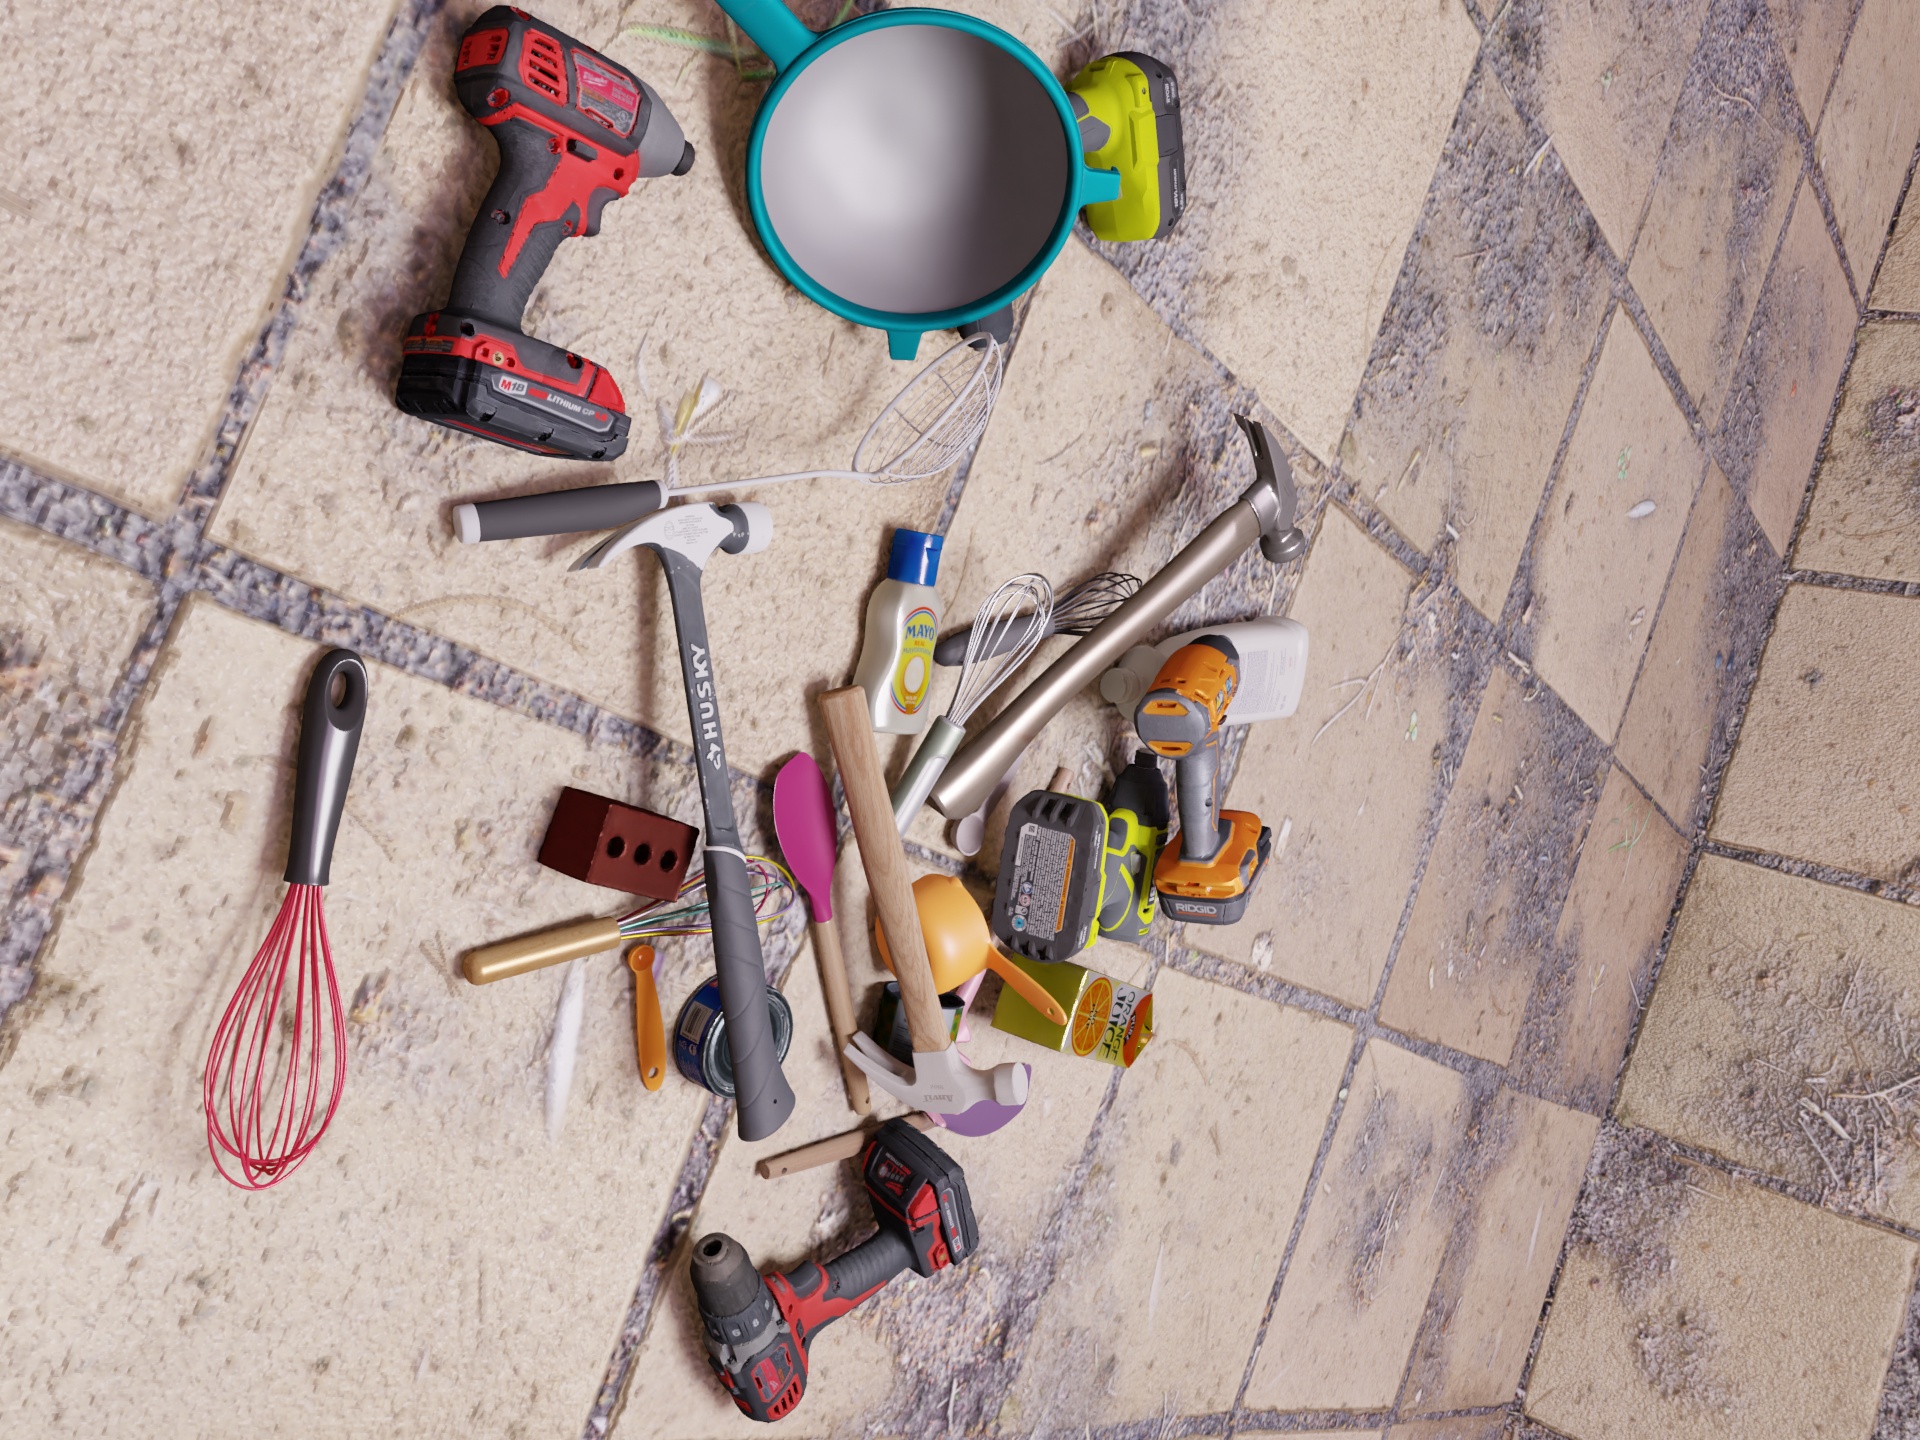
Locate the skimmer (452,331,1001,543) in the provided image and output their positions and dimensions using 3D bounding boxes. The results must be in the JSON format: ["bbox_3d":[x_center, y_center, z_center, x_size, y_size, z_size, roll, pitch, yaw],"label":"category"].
[{"bbox_3d":[-0.136,-0.177,0.984,0.363,0.127,0.090,-14,97,-28],"label":"skimmer"}]

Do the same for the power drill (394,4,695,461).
[{"bbox_3d":[-0.224,-0.262,0.884,0.143,0.079,0.219,12,90,-49],"label":"power drill"}]

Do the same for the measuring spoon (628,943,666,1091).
[{"bbox_3d":[-0.215,0.203,1.086,0.021,0.011,0.116,-22,121,-40],"label":"measuring spoon"}]

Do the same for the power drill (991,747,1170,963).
[{"bbox_3d":[0.115,0.113,1.350,0.223,0.080,0.171,-6,107,-63],"label":"power drill"}]

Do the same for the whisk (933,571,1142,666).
[{"bbox_3d":[0.069,-0.078,1.287,0.239,0.055,0.055,-19,115,-40],"label":"whisk"}]

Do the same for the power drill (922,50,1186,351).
[{"bbox_3d":[0.064,-0.387,1.163,0.228,0.080,0.190,-29,121,-36],"label":"power drill"}]

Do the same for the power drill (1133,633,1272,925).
[{"bbox_3d":[0.212,0.042,1.364,0.164,0.084,0.226,-49,135,-52],"label":"power drill"}]

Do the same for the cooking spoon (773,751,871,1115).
[{"bbox_3d":[-0.099,0.169,1.194,0.069,0.017,0.318,-44,132,-50],"label":"cooking spoon"}]

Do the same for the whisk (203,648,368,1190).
[{"bbox_3d":[-0.358,0.107,0.864,0.073,0.073,0.296,11,87,-49],"label":"whisk"}]

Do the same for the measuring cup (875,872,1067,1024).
[{"bbox_3d":[0.003,0.187,1.200,0.052,0.174,0.095,-22,133,-38],"label":"measuring cup"}]

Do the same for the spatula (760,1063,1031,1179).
[{"bbox_3d":[-0.043,0.336,1.310,0.315,0.018,0.060,-1,104,-49],"label":"spatula"}]

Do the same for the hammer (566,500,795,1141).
[{"bbox_3d":[-0.156,0.067,1.012,0.149,0.036,0.409,-14,98,-50],"label":"hammer"}]

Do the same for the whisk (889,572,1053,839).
[{"bbox_3d":[-0.002,-0.004,1.201,0.057,0.059,0.246,25,97,-45],"label":"whisk"}]

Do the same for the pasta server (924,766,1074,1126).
[{"bbox_3d":[0.033,0.184,1.333,0.316,0.040,0.060,-64,150,-13],"label":"pasta server"}]

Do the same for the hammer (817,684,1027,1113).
[{"bbox_3d":[-0.050,0.135,1.165,0.031,0.130,0.331,-40,118,-64],"label":"hammer"}]

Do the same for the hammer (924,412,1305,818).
[{"bbox_3d":[0.121,-0.075,1.280,0.410,0.038,0.146,-42,134,-15],"label":"hammer"}]

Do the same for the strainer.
[{"bbox_3d":[-0.072,-0.396,0.982,0.340,0.211,0.095,39,30,-33],"label":"strainer"}]

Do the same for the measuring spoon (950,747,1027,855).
[{"bbox_3d":[0.024,0.057,1.305,0.034,0.018,0.124,54,55,-37],"label":"measuring spoon"}]

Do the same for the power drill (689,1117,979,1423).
[{"bbox_3d":[-0.101,0.405,1.208,0.227,0.080,0.187,-34,131,-28],"label":"power drill"}]

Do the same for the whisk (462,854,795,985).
[{"bbox_3d":[-0.212,0.131,1.048,0.245,0.051,0.047,-12,90,-41],"label":"whisk"}]
